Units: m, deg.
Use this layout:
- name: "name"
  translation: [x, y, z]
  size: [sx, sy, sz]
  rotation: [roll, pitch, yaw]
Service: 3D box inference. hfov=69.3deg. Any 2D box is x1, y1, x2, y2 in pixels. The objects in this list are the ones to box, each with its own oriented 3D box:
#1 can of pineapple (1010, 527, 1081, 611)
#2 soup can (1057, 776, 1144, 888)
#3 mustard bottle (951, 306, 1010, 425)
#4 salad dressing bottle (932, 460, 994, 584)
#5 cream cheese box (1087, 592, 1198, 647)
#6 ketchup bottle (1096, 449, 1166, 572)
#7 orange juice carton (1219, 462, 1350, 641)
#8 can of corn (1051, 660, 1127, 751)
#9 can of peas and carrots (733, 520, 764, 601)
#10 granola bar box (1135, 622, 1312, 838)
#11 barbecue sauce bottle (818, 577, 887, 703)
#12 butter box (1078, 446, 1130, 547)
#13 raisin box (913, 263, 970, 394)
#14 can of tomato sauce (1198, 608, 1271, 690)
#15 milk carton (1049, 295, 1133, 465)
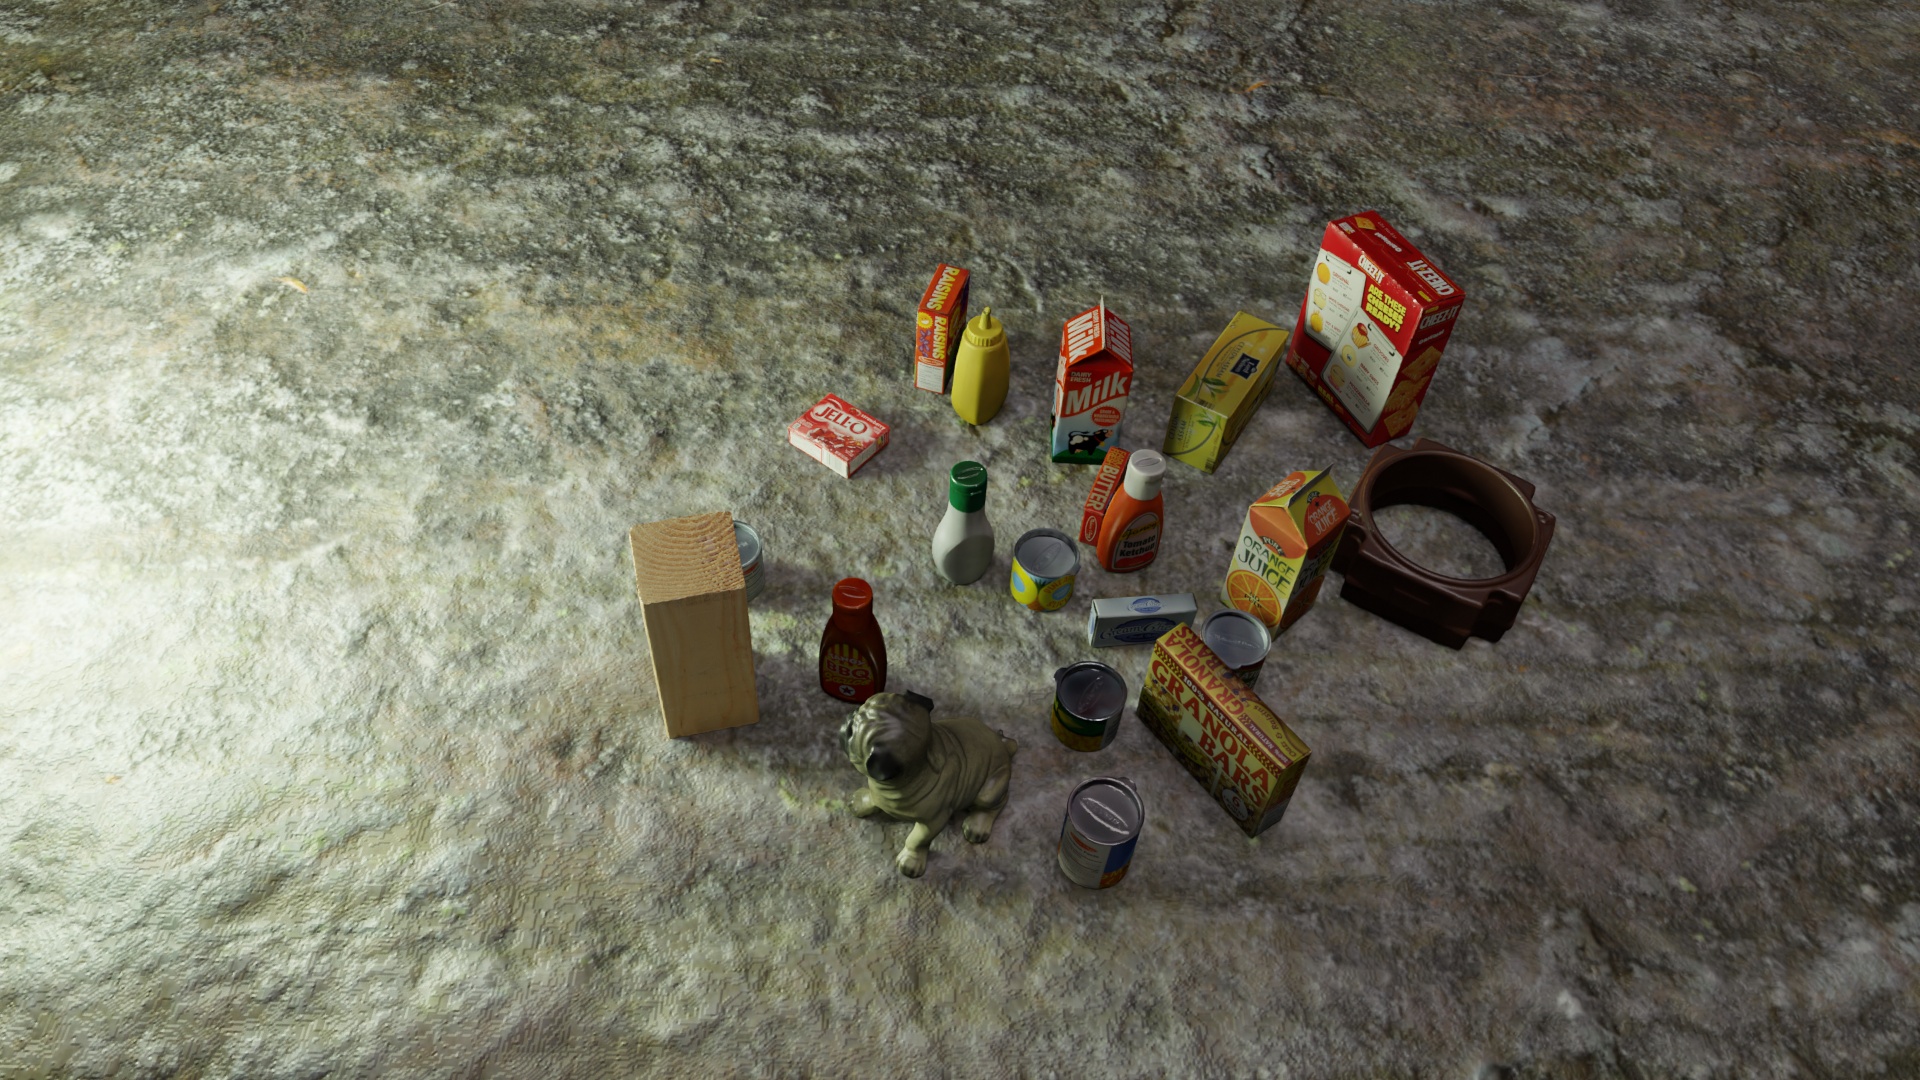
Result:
- name: "can of pineapple"
  translation: [0.086, 0.032, 1.412]
  size: [0.071, 0.057, 0.071]
  rotation: [2, 50, -2]
- name: "soup can"
  translation: [0.123, 0.253, 1.209]
  size: [0.071, 0.083, 0.072]
  rotation: [2, 50, -2]
- name: "mustard bottle"
  translation: [0.025, -0.201, 1.539]
  size: [0.049, 0.159, 0.065]
  rotation: [35, 56, 23]
- name: "salad dressing bottle"
  translation: [0.005, -0.017, 1.389]
  size: [0.064, 0.146, 0.044]
  rotation: [-17, 53, -18]
- name: "cream cheese box"
  translation: [0.180, 0.079, 1.381]
  size: [0.104, 0.053, 0.024]
  rotation: [-4, 50, -7]
- name: "ketchup bottle"
  translation: [0.178, -0.030, 1.412]
  size: [0.065, 0.148, 0.044]
  rotation: [-13, 52, -15]
- name: "orange juice carton"
  translation: [0.322, 0.004, 1.365]
  size: [0.072, 0.191, 0.073]
  rotation: [-34, 60, -28]
- name: "can of corn"
  translation: [0.118, 0.156, 1.308]
  size: [0.071, 0.058, 0.071]
  rotation: [2, 50, -2]
- name: "can of peas and carrots"
  translation: [-0.232, 0.021, 1.396]
  size: [0.071, 0.058, 0.071]
  rotation: [2, 50, -2]
- name: "granola bar box"
  translation: [0.233, 0.173, 1.260]
  size: [0.039, 0.123, 0.166]
  rotation: [-27, 57, -25]
- name: "barbecue sauce bottle"
  translation: [-0.100, 0.093, 1.286]
  size: [0.065, 0.147, 0.044]
  rotation: [13, 50, 7]
- name: "butter box"
  translation: [0.154, -0.048, 1.488]
  size: [0.024, 0.052, 0.104]
  rotation: [18, 51, 11]
- name: "raisin box"
  translation: [-0.021, -0.242, 1.594]
  size: [0.040, 0.122, 0.086]
  rotation: [15, 50, 9]
- name: "can of tomato sauce"
  translation: [0.256, 0.118, 1.335]
  size: [0.071, 0.082, 0.071]
  rotation: [2, 50, -2]
- name: "milk carton"
  translation: [0.142, -0.171, 1.502]
  size: [0.073, 0.189, 0.073]
  rotation: [3, 50, -2]
